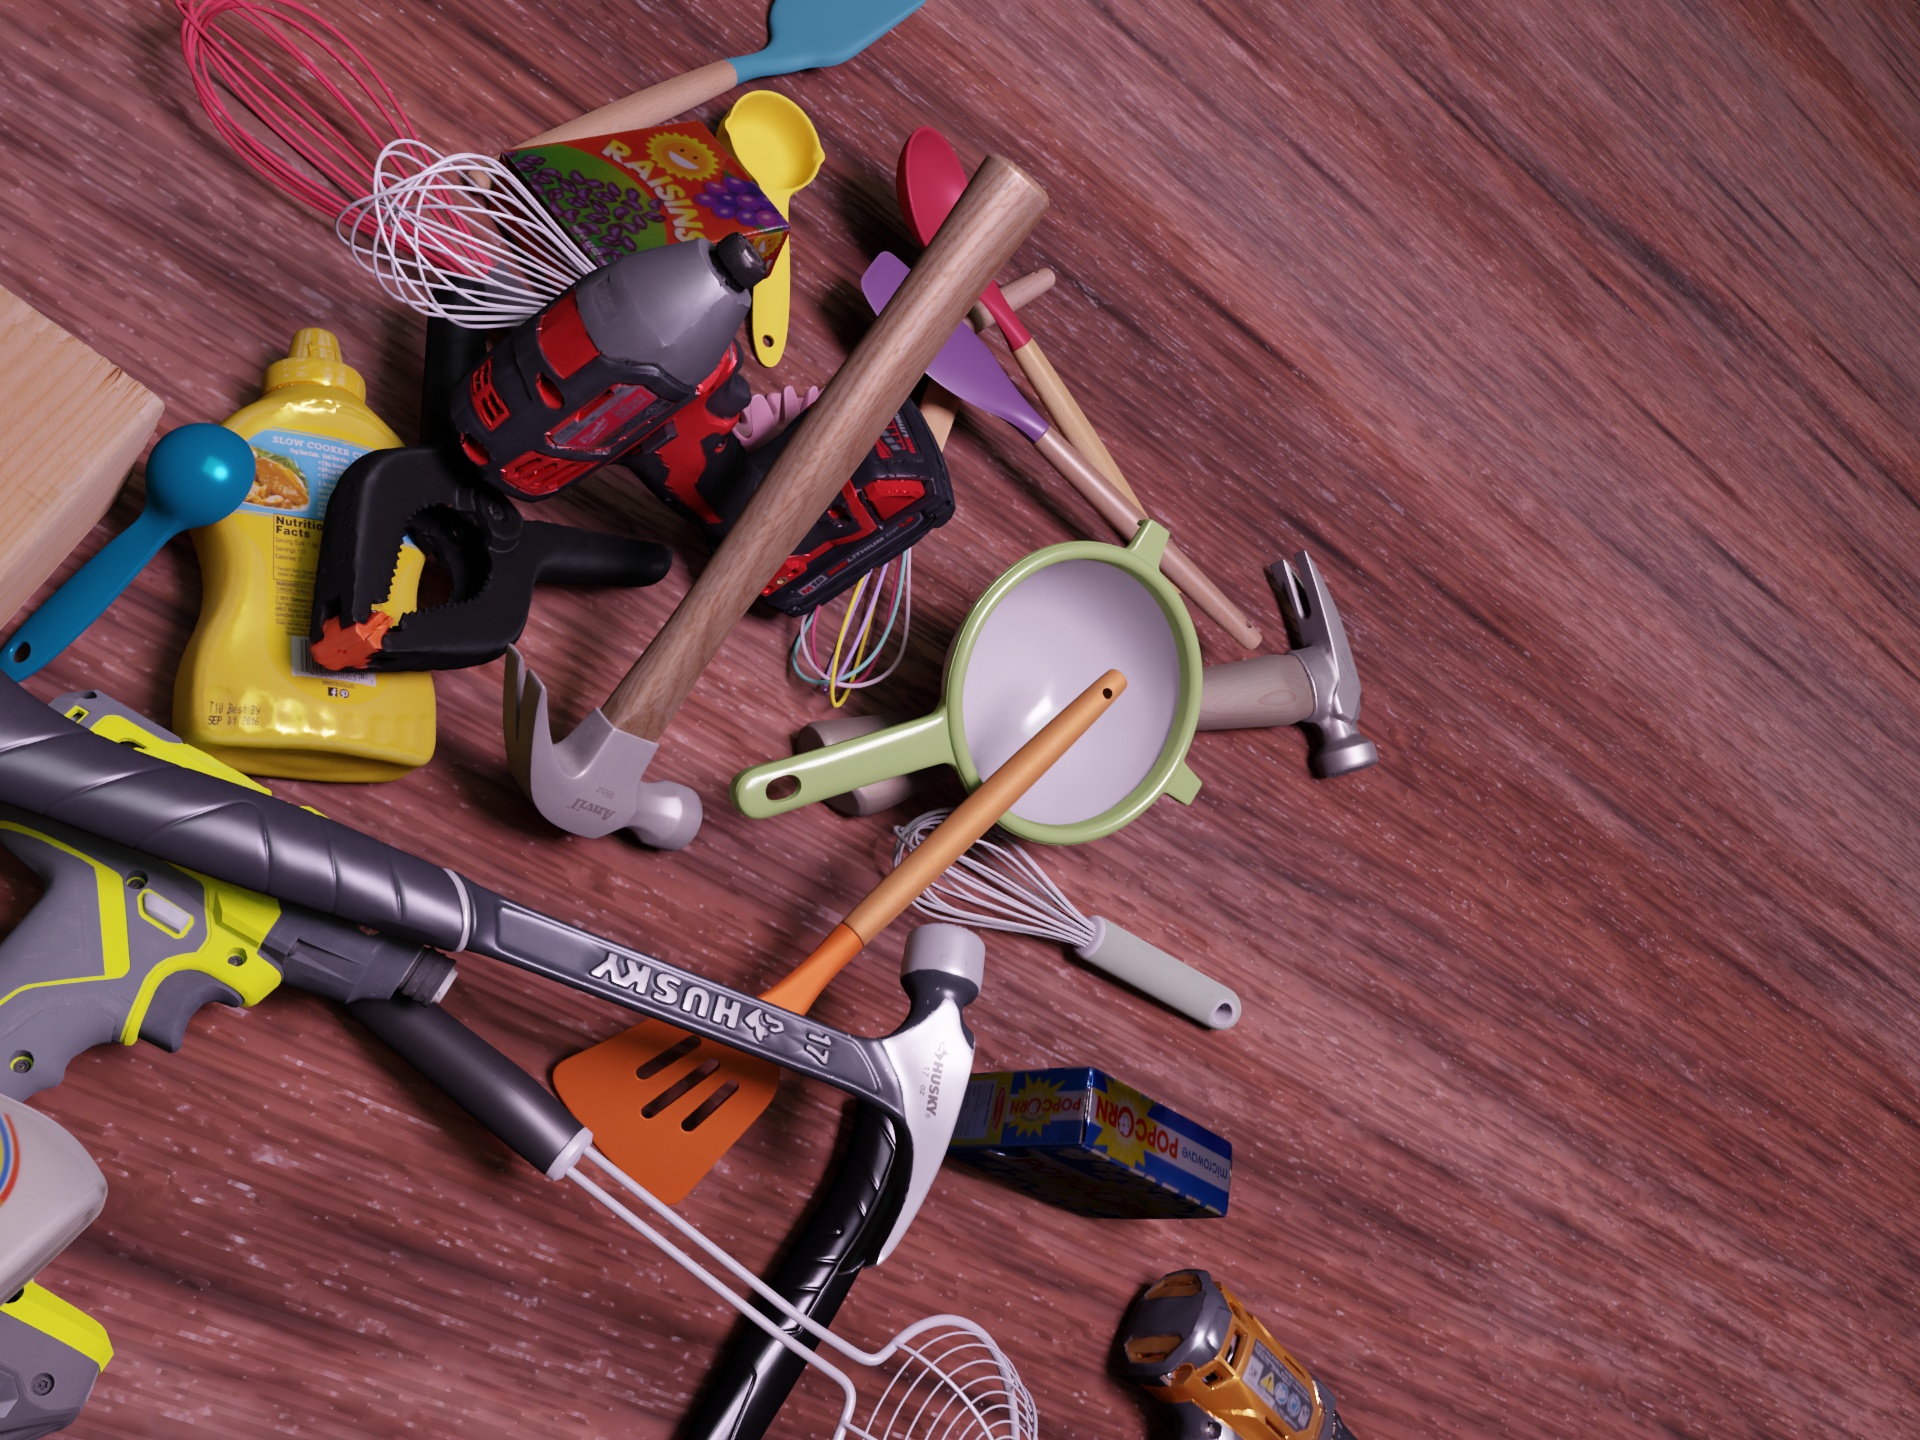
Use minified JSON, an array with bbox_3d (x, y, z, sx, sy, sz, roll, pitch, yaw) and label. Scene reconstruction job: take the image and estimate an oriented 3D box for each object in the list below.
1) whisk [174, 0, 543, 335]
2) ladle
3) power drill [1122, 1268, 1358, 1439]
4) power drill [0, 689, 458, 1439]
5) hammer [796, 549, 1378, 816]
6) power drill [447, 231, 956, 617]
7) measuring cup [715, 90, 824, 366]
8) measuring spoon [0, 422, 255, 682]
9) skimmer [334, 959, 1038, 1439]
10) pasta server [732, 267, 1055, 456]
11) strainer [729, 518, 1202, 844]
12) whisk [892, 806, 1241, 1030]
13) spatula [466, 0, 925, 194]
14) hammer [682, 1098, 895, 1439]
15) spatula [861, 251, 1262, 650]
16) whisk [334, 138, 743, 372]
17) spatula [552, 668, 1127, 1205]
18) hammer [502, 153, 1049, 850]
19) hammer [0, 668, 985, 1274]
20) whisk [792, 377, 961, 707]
[{"bbox_3d":[-0.235,-0.219,0.735,0.295,0.073,0.073,44,52,-22],"label":"whisk"},{"bbox_3d":[0.051,-0.200,0.934,0.315,0.031,0.069,54,43,-21],"label":"ladle"},{"bbox_3d":[0.126,0.408,0.755,0.185,0.084,0.226,47,47,-15],"label":"power drill"},{"bbox_3d":[-0.293,0.117,0.540,0.171,0.080,0.223,33,54,-11],"label":"power drill"},{"bbox_3d":[0.084,-0.016,0.908,0.410,0.038,0.146,-8,79,-38],"label":"hammer"},{"bbox_3d":[-0.100,-0.130,0.701,0.219,0.143,0.079,22,40,-59],"label":"power drill"},{"bbox_3d":[-0.109,-0.267,0.875,0.062,0.029,0.156,6,81,-34],"label":"measuring cup"},{"bbox_3d":[-0.321,-0.064,0.598,0.042,0.021,0.128,37,80,17],"label":"measuring spoon"},{"bbox_3d":[-0.115,0.223,0.637,0.363,0.090,0.127,37,48,4],"label":"skimmer"},{"bbox_3d":[-0.036,-0.210,0.894,0.316,0.060,0.040,-40,125,-42],"label":"pasta server"},{"bbox_3d":[-0.001,-0.003,0.784,0.256,0.069,0.151,-17,107,-25],"label":"strainer"},{"bbox_3d":[0.062,0.111,0.843,0.246,0.059,0.058,31,93,-28],"label":"whisk"},{"bbox_3d":[-0.144,-0.354,0.864,0.082,0.044,0.317,39,52,10],"label":"spatula"},{"bbox_3d":[-0.091,0.295,0.661,0.146,0.035,0.335,45,52,-14],"label":"hammer"},{"bbox_3d":[0.063,-0.144,0.905,0.315,0.018,0.060,41,45,-18],"label":"spatula"},{"bbox_3d":[-0.168,-0.188,0.706,0.070,0.070,0.284,70,18,6],"label":"whisk"},{"bbox_3d":[-0.036,0.080,0.722,0.322,0.041,0.081,-42,102,-23],"label":"spatula"},{"bbox_3d":[-0.075,-0.089,0.660,0.031,0.331,0.130,41,9,34],"label":"hammer"},{"bbox_3d":[-0.169,0.082,0.582,0.408,0.036,0.149,26,54,-24],"label":"hammer"},{"bbox_3d":[-0.036,-0.106,0.857,0.047,0.051,0.245,54,41,-40],"label":"whisk"}]
